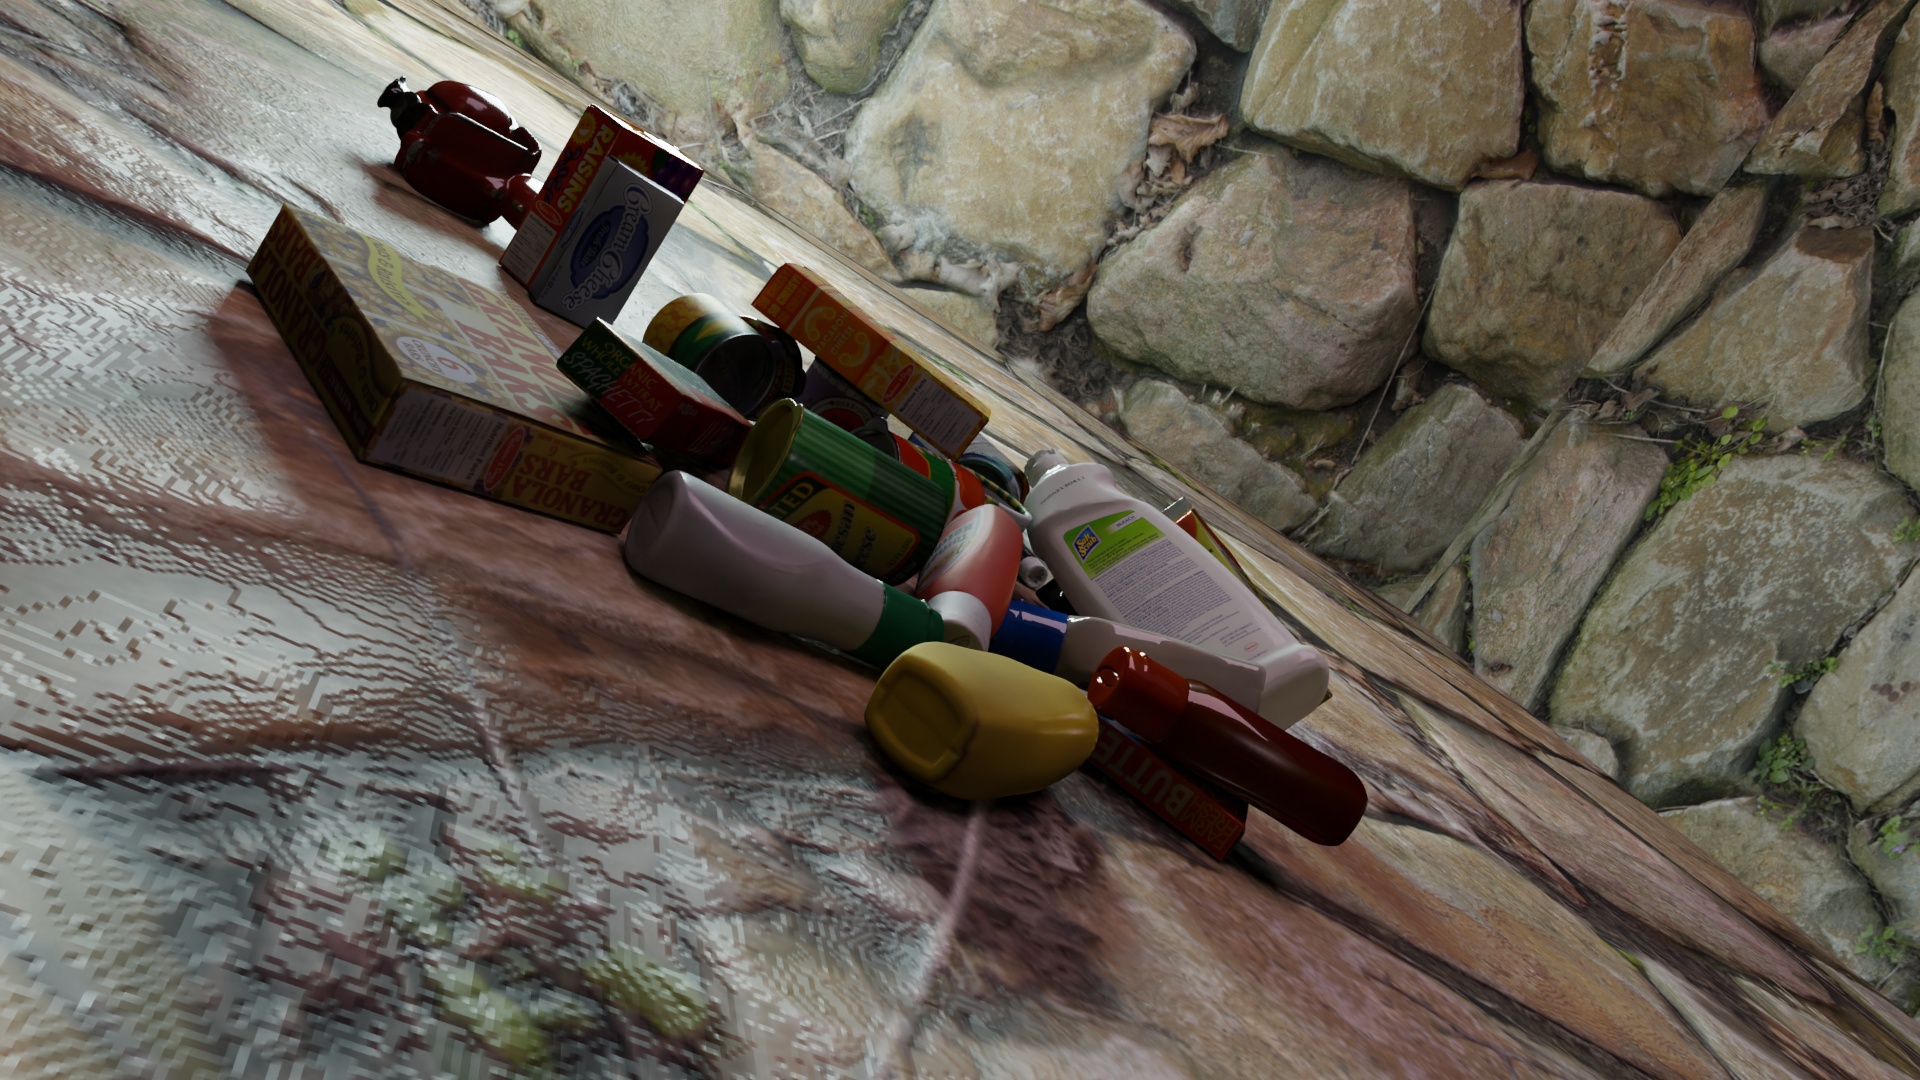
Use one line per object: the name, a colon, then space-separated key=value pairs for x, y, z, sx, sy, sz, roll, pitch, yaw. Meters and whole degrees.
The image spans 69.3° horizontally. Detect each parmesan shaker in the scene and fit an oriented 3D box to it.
parmesan shaker: x=-0.064 y=-0.025 z=0.752 sx=0.103 sy=0.071 sz=0.071 roll=29 pitch=12 yaw=-28

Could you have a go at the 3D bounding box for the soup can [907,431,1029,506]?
soup can: x=0.004 y=-0.046 z=1.059 sx=0.071 sy=0.071 sz=0.084 roll=23 pitch=16 yaw=-45

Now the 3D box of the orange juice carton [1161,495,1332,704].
orange juice carton: x=0.176 y=0.050 z=0.989 sx=0.073 sy=0.071 sz=0.193 roll=40 pitch=16 yaw=-47

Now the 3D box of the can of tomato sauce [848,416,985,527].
can of tomato sauce: x=-0.034 y=-0.029 z=0.856 sx=0.083 sy=0.071 sz=0.071 roll=24 pitch=15 yaw=-46

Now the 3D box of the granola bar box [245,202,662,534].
granola bar box: x=-0.219 y=-0.075 z=0.599 sx=0.124 sy=0.039 sz=0.166 roll=21 pitch=17 yaw=-50

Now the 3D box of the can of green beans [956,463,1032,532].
can of green beans: x=0.005 y=-0.010 z=0.920 sx=0.071 sy=0.057 sz=0.071 roll=33 pitch=11 yaw=-7

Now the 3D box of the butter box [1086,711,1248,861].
butter box: x=0.103 y=0.122 z=0.729 sx=0.103 sy=0.024 sz=0.053 roll=36 pitch=10 yaw=10

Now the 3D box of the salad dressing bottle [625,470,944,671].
salad dressing bottle: x=-0.073 y=0.020 z=0.611 sx=0.147 sy=0.044 sz=0.064 roll=28 pitch=12 yaw=-32

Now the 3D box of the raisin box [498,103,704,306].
raisin box: x=-0.239 y=-0.217 z=0.930 sx=0.040 sy=0.123 sz=0.086 roll=40 pitch=12 yaw=27

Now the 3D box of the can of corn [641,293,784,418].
can of corn: x=-0.156 y=-0.115 z=0.873 sx=0.058 sy=0.071 sz=0.071 roll=40 pitch=12 yaw=31

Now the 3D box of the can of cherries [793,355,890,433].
can of cherries: x=-0.089 y=-0.087 z=0.975 sx=0.071 sy=0.058 sz=0.071 roll=34 pitch=10 yaw=-7

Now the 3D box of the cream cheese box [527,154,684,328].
cream cheese box: x=-0.226 y=-0.188 z=0.890 sx=0.053 sy=0.103 sz=0.024 roll=27 pitch=9 yaw=-39

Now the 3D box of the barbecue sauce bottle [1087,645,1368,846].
barbecue sauce bottle: x=0.135 y=0.104 z=0.712 sx=0.148 sy=0.043 sz=0.065 roll=31 pitch=1 yaw=-15

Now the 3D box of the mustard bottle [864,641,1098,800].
mustard bottle: x=0.024 y=0.081 z=0.608 sx=0.065 sy=0.048 sz=0.160 roll=40 pitch=12 yaw=31

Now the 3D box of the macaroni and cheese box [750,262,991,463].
macaroni and cheese box: x=-0.055 y=-0.123 z=0.946 sx=0.166 sy=0.040 sz=0.124 roll=38 pitch=7 yaw=-3

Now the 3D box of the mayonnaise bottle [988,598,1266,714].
mayonnaise bottle: x=0.090 y=0.069 z=0.773 sx=0.148 sy=0.041 sz=0.064 roll=15 pitch=-16 yaw=1

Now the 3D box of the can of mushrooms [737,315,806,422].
can of mushrooms: x=-0.138 y=-0.114 z=0.921 sx=0.071 sy=0.071 sz=0.033 roll=40 pitch=13 yaw=29

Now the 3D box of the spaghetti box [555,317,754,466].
spaghetti box: x=-0.141 y=-0.067 z=0.689 sx=0.050 sy=0.028 sz=0.250 roll=42 pitch=0 yaw=-1

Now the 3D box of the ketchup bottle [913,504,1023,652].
ketchup bottle: x=0.001 y=0.030 z=0.740 sx=0.043 sy=0.064 sz=0.149 roll=46 pitch=17 yaw=-11

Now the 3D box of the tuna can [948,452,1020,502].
tuna can: x=0.006 y=-0.029 z=0.989 sx=0.071 sy=0.071 sz=0.033 roll=34 pitch=11 yaw=0
